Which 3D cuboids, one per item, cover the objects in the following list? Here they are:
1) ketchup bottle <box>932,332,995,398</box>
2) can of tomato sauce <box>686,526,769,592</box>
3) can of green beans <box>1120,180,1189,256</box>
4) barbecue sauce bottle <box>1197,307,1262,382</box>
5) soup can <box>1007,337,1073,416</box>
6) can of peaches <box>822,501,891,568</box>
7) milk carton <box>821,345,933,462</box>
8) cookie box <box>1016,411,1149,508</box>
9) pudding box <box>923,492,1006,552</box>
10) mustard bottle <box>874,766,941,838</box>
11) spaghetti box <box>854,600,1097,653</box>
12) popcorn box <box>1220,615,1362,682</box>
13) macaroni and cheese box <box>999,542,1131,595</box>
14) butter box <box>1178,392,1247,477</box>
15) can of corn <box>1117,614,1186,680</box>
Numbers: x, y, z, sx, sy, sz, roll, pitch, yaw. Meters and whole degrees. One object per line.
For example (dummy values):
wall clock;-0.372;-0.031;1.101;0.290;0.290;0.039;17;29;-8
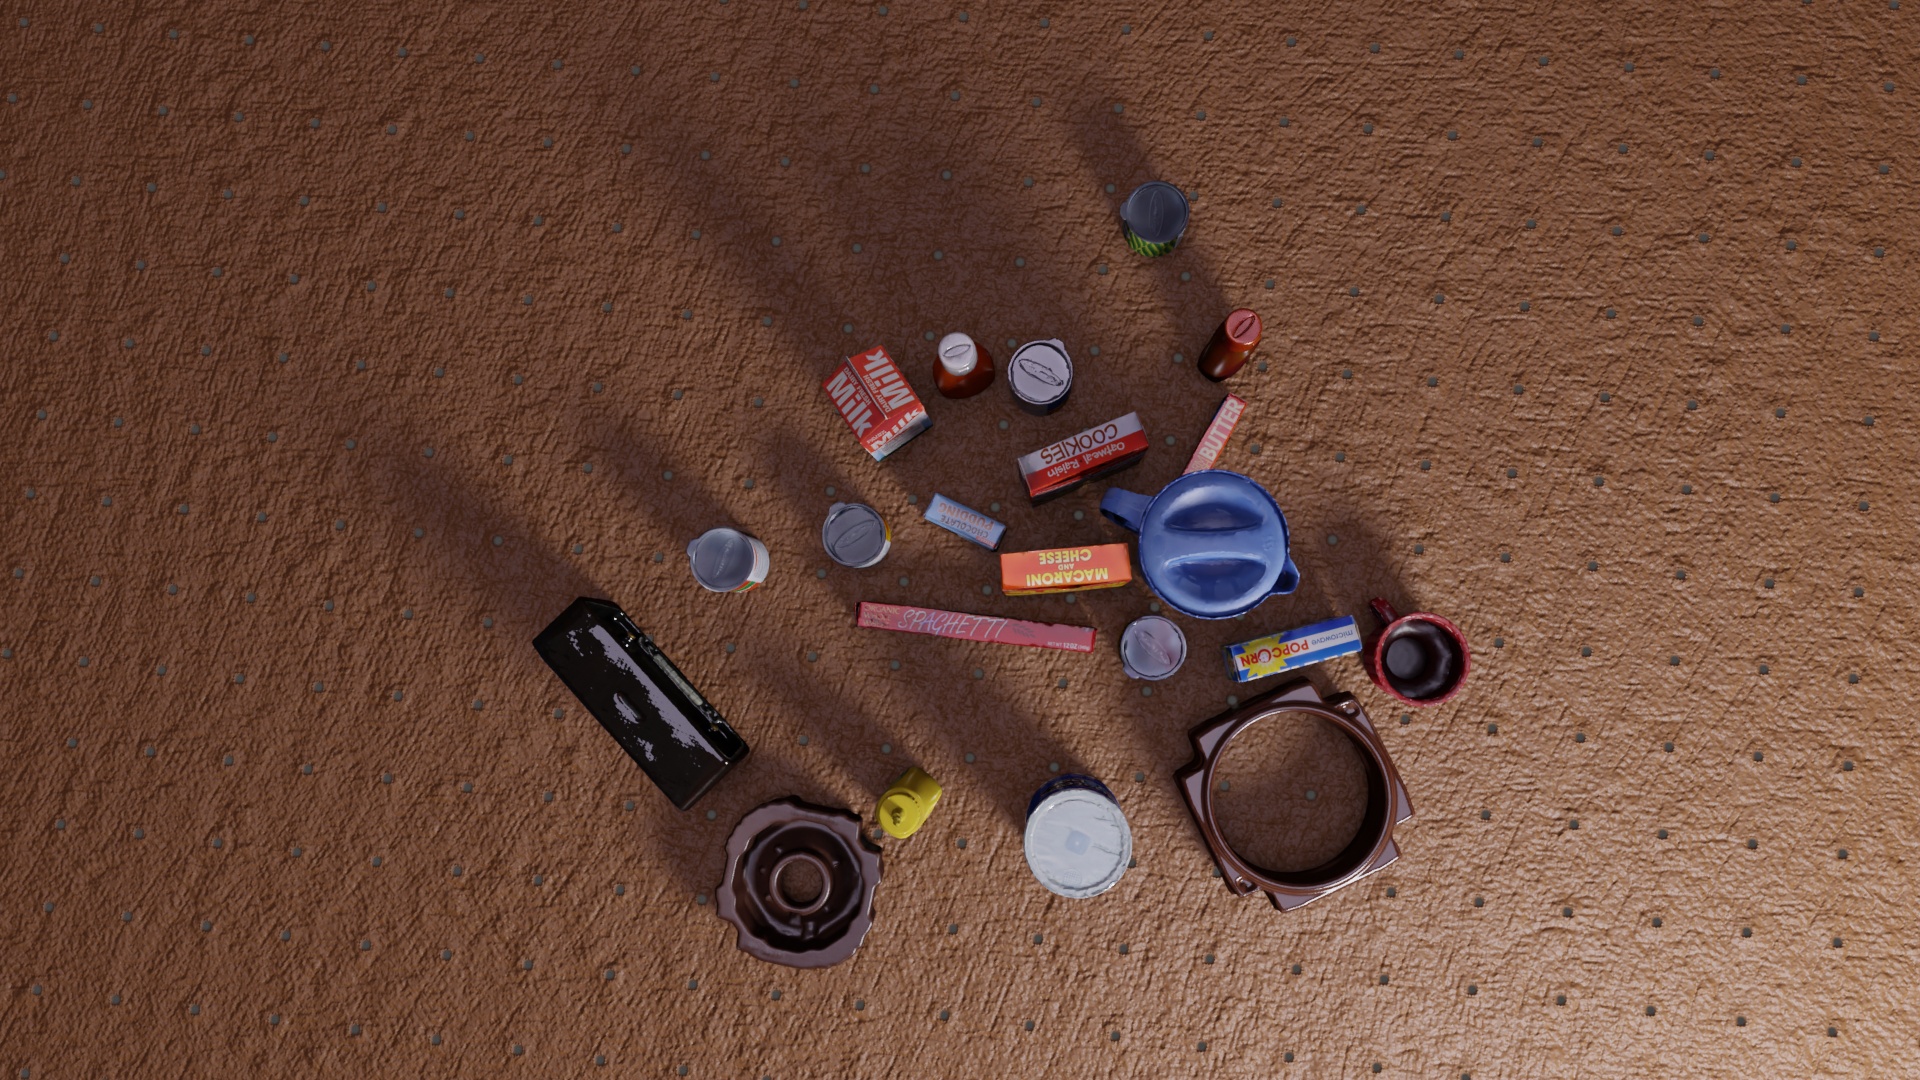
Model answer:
ketchup bottle;0.001;-0.178;1.410;0.065;0.149;0.043;-20;86;2
can of tomato sauce;-0.240;0.021;1.442;0.071;0.083;0.071;0;86;3
can of green beans;0.204;-0.336;1.455;0.071;0.058;0.071;0;86;3
barbecue sauce bottle;0.275;-0.199;1.396;0.044;0.148;0.065;44;90;5
soup can;0.085;-0.169;1.437;0.071;0.084;0.071;0;86;3
can of peaches;-0.109;-0.006;1.449;0.071;0.058;0.071;0;86;3
milk carton;-0.083;-0.138;1.391;0.073;0.190;0.072;-34;85;1
cookie box;0.121;-0.077;1.386;0.123;0.167;0.040;-22;86;2
pudding box;0.005;-0.018;1.448;0.084;0.049;0.030;25;88;5
mustard bottle;-0.055;0.263;1.376;0.049;0.160;0.065;39;90;5
spaghetti box;0.015;0.089;1.439;0.250;0.050;0.028;6;87;4
popcorn box;0.332;0.109;1.403;0.127;0.085;0.038;-15;86;2
macaroni and cheese box;0.103;0.031;1.380;0.124;0.166;0.040;-5;86;3
butter box;0.260;-0.101;1.438;0.024;0.053;0.103;29;88;5
can of corn;0.193;0.111;1.424;0.071;0.058;0.071;0;86;3
